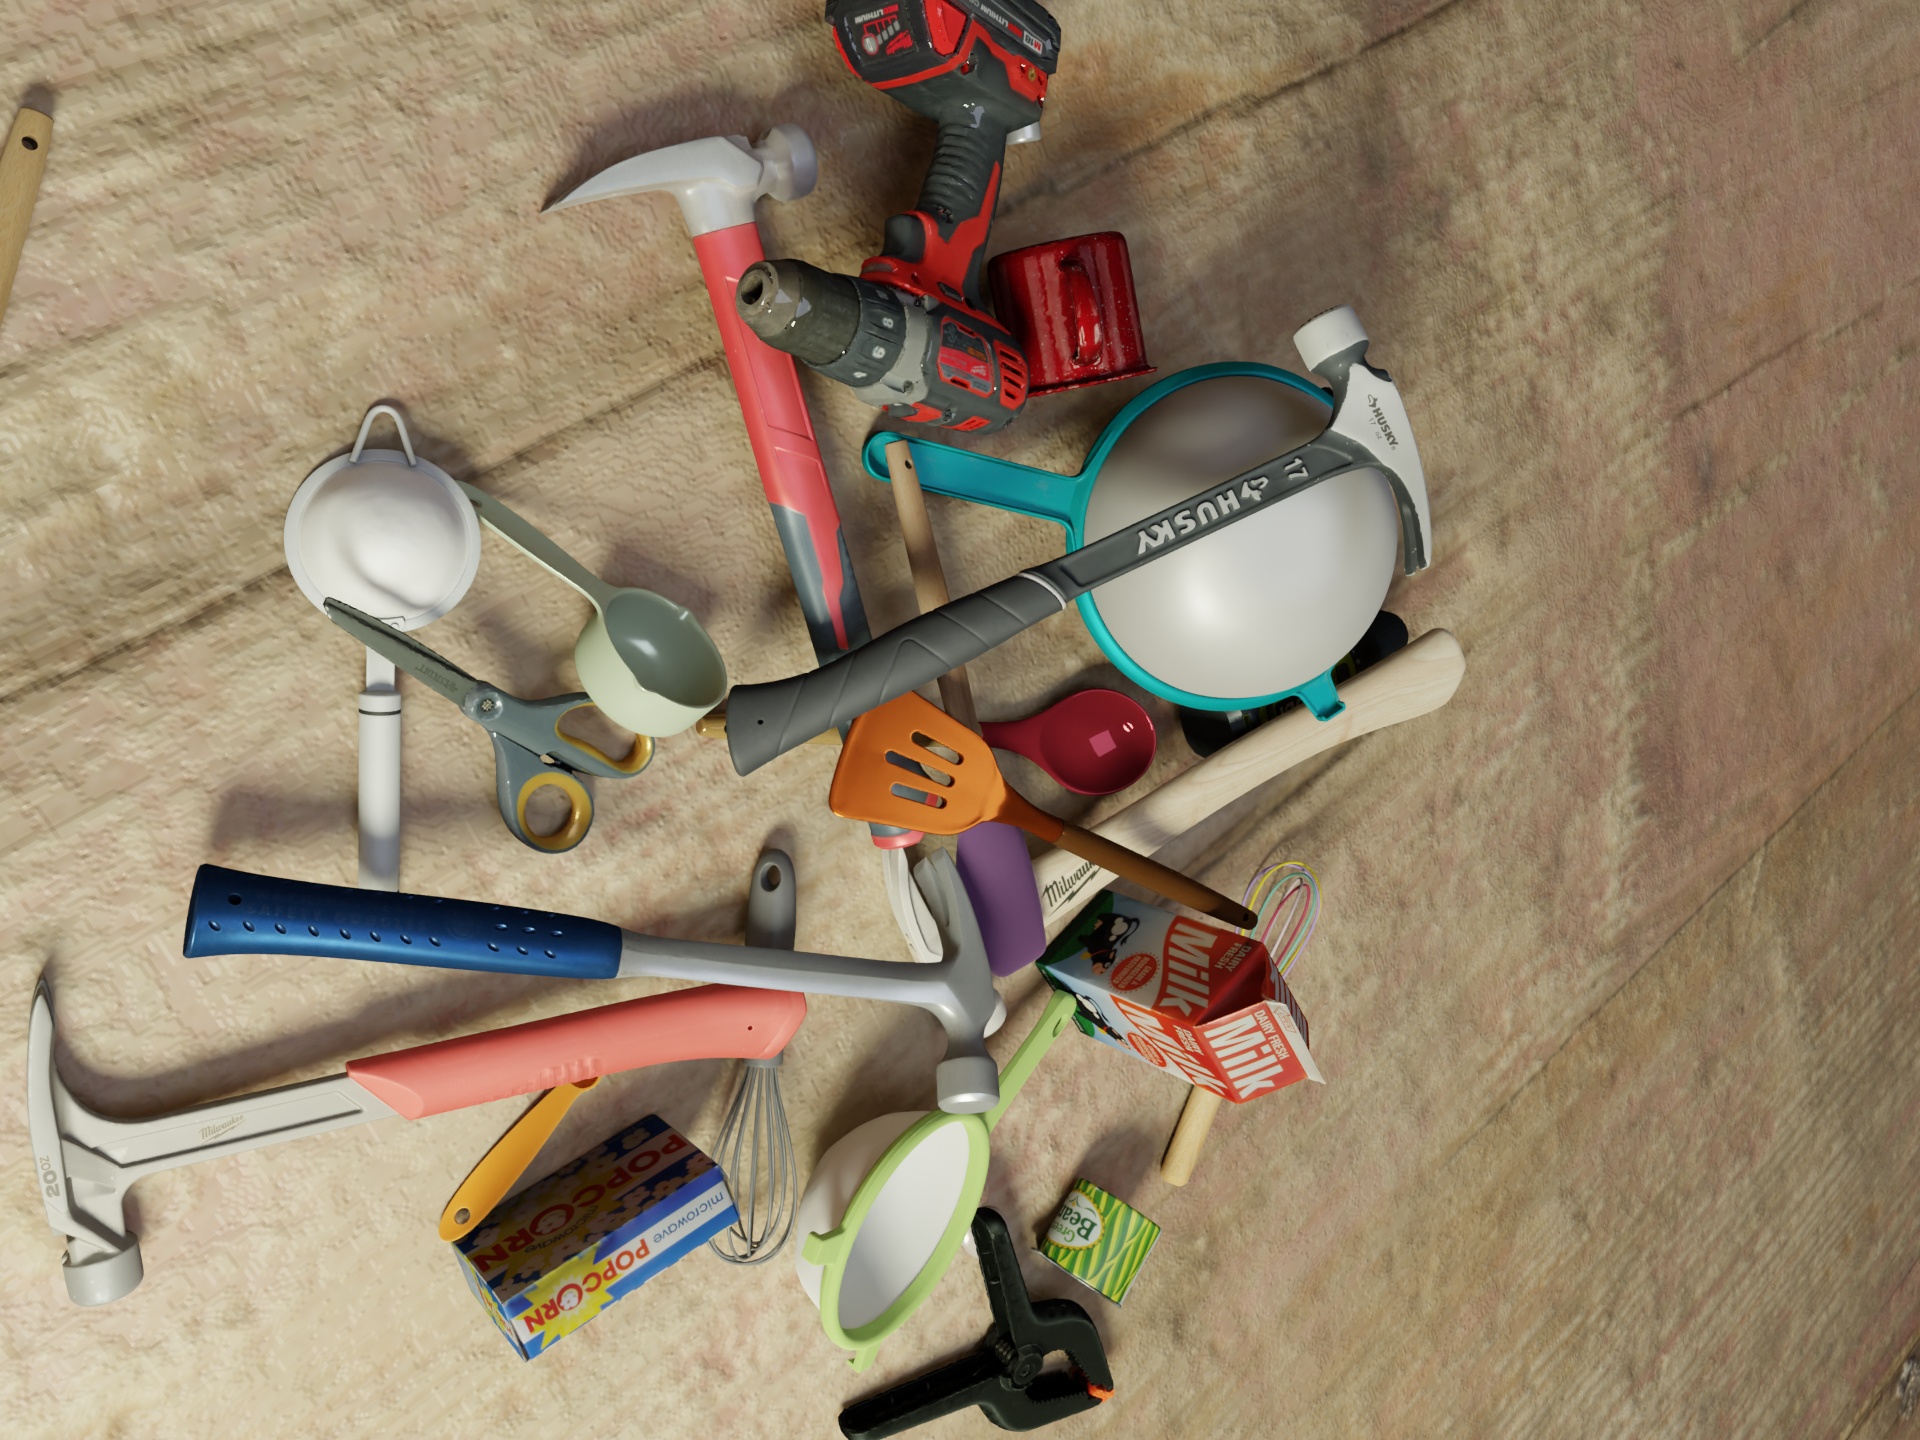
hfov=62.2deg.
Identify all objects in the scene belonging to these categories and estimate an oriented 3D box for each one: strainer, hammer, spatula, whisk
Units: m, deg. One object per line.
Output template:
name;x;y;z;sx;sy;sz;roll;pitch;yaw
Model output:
strainer;-0.022;0.250;0.960;0.256;0.069;0.151;-48;145;-32
hammer;0.062;-0.072;0.842;0.409;0.036;0.149;-26;87;-7
spatula;-0.001;-0.003;0.905;0.060;0.018;0.316;-22;104;-38
hammer;-0.247;0.164;0.776;0.359;0.037;0.149;-9;104;-28
hammer;0.145;0.040;1.002;0.410;0.038;0.146;-29;115;-13
strainer;-0.271;-0.016;0.746;0.086;0.050;0.258;0;102;-20
hammer;-0.095;-0.106;0.843;0.143;0.038;0.386;-24;108;-29
hammer;-0.161;0.111;0.792;0.405;0.035;0.144;11;59;-28
spatula;0.066;0.070;0.932;0.322;0.041;0.081;27;80;-37
whisk;-0.114;0.191;0.897;0.055;0.055;0.239;4;91;-36
whisk;0.200;0.215;1.130;0.047;0.051;0.245;25;86;-42
strainer;0.115;-0.116;0.909;0.340;0.095;0.211;11;96;-17

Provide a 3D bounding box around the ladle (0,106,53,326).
ladle;-0.405;-0.090;0.625;0.078;0.062;0.320;17;86;-39

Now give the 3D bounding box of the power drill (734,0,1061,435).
power drill;-0.031;-0.271;0.813;0.187;0.080;0.227;8;87;-50

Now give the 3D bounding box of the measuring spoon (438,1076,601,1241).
measuring spoon;-0.230;0.224;0.835;0.117;0.021;0.011;-50;166;-17

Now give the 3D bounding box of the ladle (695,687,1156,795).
ladle;-0.012;0.009;0.947;0.315;0.031;0.069;3;95;-35

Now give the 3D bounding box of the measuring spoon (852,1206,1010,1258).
measuring spoon;-0.015;0.329;1.007;0.124;0.018;0.034;11;92;-37

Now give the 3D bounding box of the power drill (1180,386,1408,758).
power drill;0.221;-0.102;1.067;0.190;0.080;0.228;-26;116;-29

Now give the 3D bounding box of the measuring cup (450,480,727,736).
measuring cup;-0.193;-0.054;0.794;0.167;0.083;0.038;40;119;-15

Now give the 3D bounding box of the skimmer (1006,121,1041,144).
skimmer;0.009;-0.492;0.831;0.127;0.090;0.363;-10;110;-1
